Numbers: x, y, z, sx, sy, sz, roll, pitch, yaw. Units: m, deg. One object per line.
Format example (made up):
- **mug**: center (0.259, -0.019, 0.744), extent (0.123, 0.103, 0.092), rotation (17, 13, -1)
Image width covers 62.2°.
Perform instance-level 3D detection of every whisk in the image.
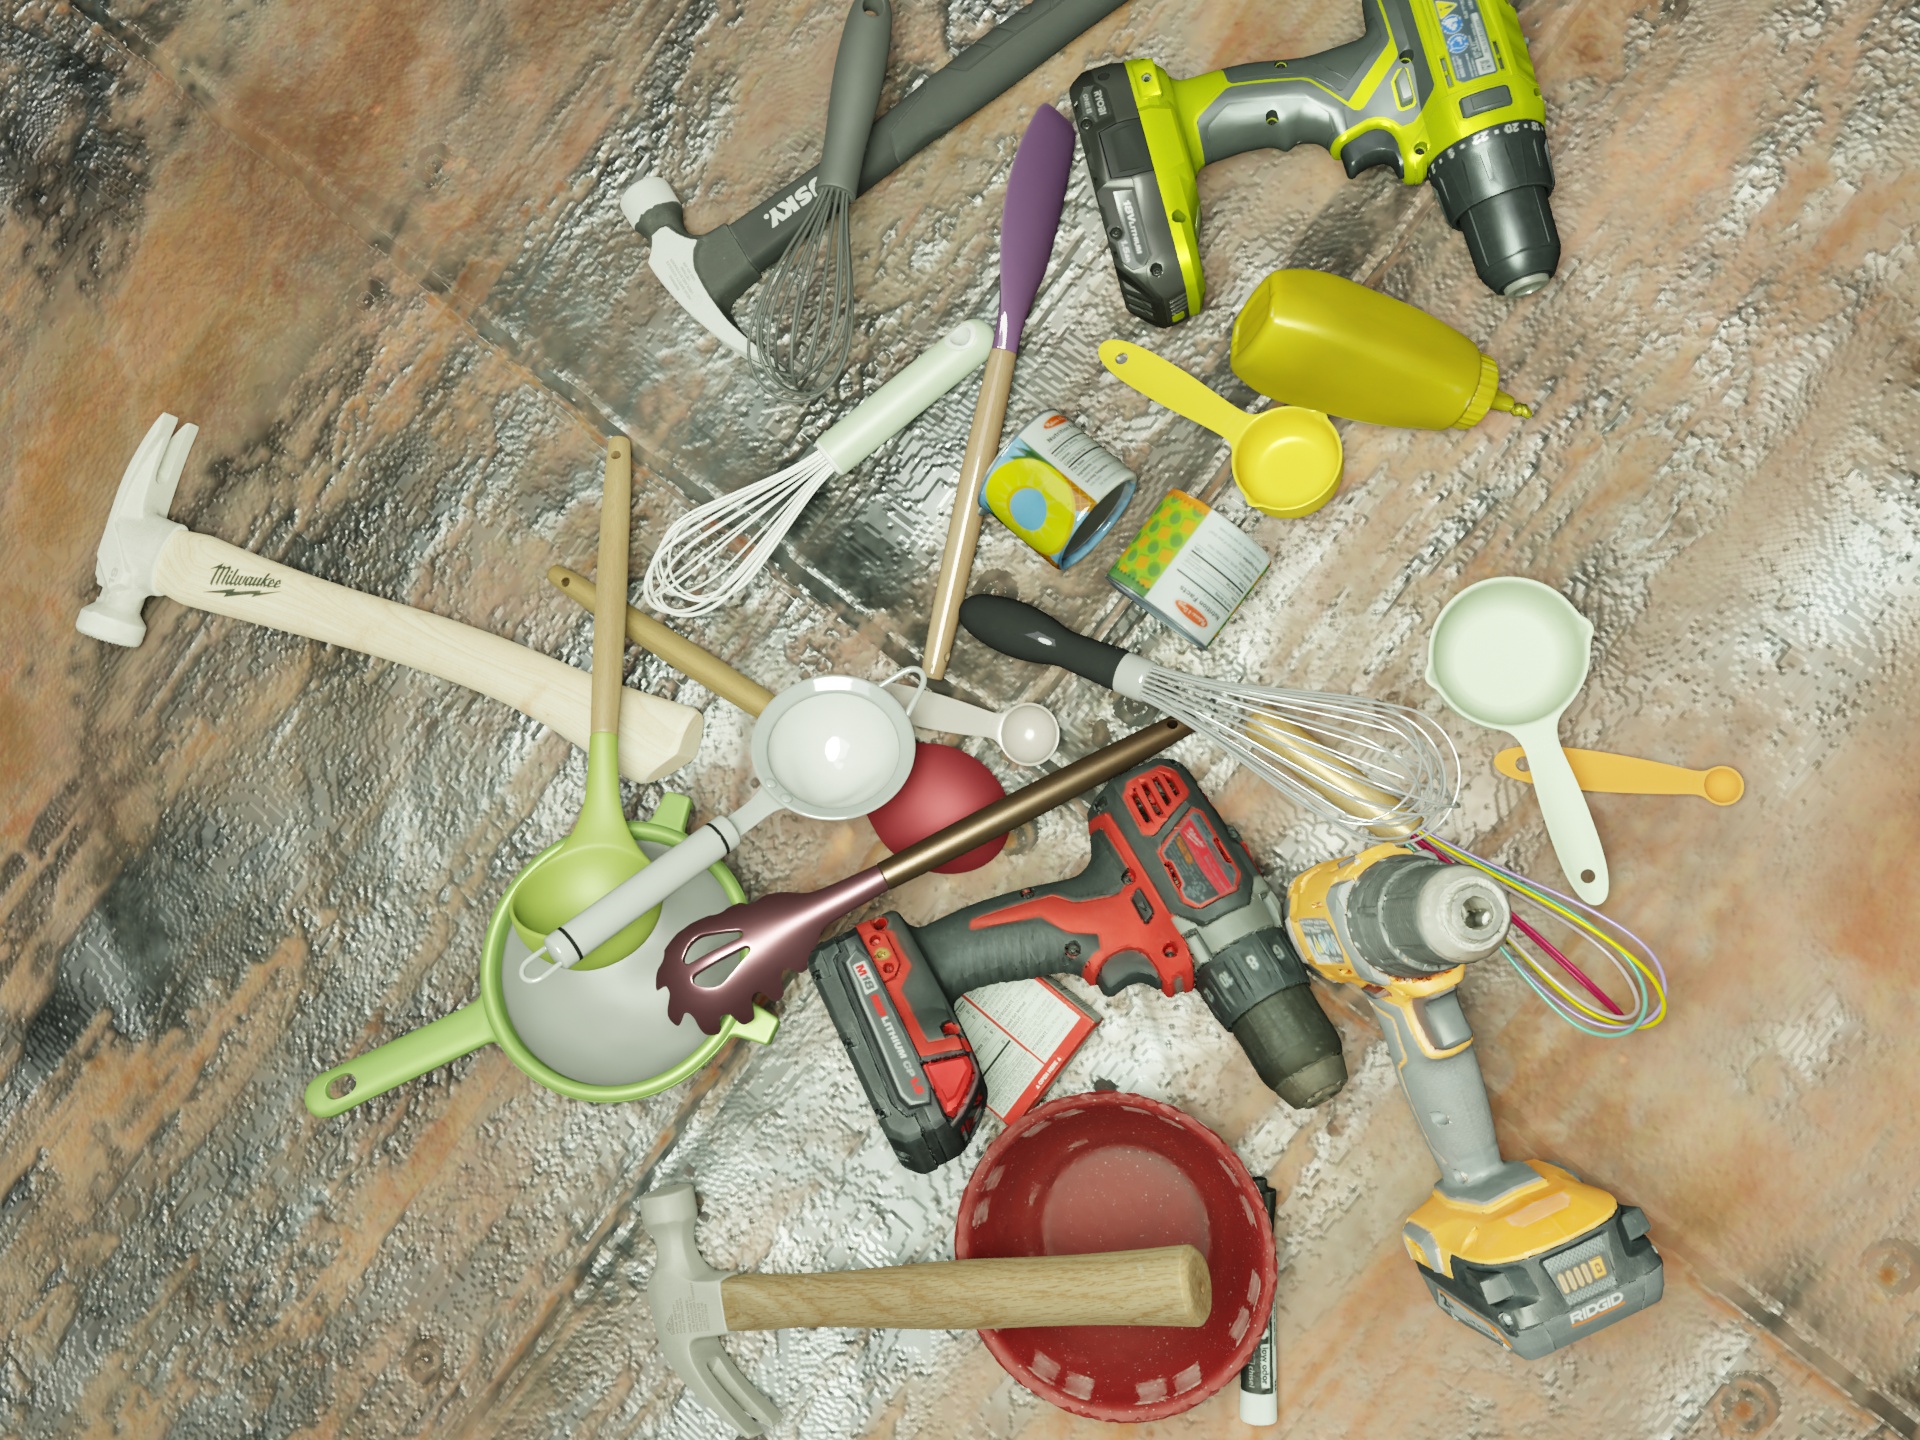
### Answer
- **whisk**: center (0.118, -0.011, 0.811), extent (0.285, 0.070, 0.070), rotation (24, 92, 27)
- **whisk**: center (0.243, 0.074, 0.800), extent (0.245, 0.047, 0.051), rotation (39, 83, 17)
- **whisk**: center (-0.071, -0.288, 0.864), extent (0.055, 0.055, 0.239), rotation (9, 82, 14)
- **whisk**: center (-0.079, -0.141, 0.890), extent (0.246, 0.059, 0.058), rotation (-38, 58, 3)

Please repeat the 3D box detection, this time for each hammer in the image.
- **hammer**: center (-0.025, -0.331, 0.897), extent (0.335, 0.035, 0.146), rotation (-34, 78, 9)
- **hammer**: center (-0.338, -0.062, 0.950), extent (0.411, 0.038, 0.146), rotation (18, 89, 14)
- **hammer**: center (-0.028, 0.293, 0.801), extent (0.331, 0.031, 0.130), rotation (-14, 83, 31)

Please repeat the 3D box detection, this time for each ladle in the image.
- **ladle**: center (-0.111, -0.010, 0.898), extent (0.315, 0.031, 0.069), rotation (31, 94, 15)
- **ladle**: center (-0.195, -0.021, 0.866), extent (0.078, 0.062, 0.320), rotation (-2, 68, 0)

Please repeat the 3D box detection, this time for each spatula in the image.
- **spatula**: center (0.017, -0.177, 0.871), extent (0.018, 0.059, 0.316), rotation (15, 94, 31)

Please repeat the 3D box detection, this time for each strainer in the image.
- **strainer**: center (-0.228, 0.158, 0.873), extent (0.256, 0.069, 0.152), rotation (-25, 71, -2)
- **strainer**: center (-0.116, 0.054, 0.812), extent (0.258, 0.050, 0.087), rotation (-36, 67, -27)

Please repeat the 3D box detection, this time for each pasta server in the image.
- **pasta server**: center (-0.016, 0.071, 0.832), extent (0.316, 0.040, 0.060), rotation (-27, 71, -8)

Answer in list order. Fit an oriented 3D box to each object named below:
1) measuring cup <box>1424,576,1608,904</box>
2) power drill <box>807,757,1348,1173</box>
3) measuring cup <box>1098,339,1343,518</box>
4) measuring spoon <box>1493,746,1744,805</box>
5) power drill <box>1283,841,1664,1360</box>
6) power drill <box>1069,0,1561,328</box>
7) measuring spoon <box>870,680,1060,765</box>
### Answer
- **measuring cup**: center (0.287, 0.011, 0.795), extent (0.083, 0.038, 0.168), rotation (-19, 84, 11)
- **power drill**: center (0.060, 0.139, 0.781), extent (0.226, 0.080, 0.188), rotation (-26, 64, -8)
- **measuring cup**: center (0.137, -0.161, 0.855), extent (0.157, 0.029, 0.062), rotation (38, 93, 25)
- **measuring spoon**: center (0.329, 0.027, 0.799), extent (0.117, 0.011, 0.021), rotation (6, 81, 17)
- **power drill**: center (0.231, 0.163, 0.722), extent (0.084, 0.185, 0.226), rotation (-21, 84, -8)
- **power drill**: center (0.185, -0.288, 0.823), extent (0.228, 0.080, 0.190), rotation (-15, 84, 9)
- **measuring spoon**: center (-0.001, -0.003, 0.879), extent (0.124, 0.018, 0.034), rotation (14, 96, 21)
